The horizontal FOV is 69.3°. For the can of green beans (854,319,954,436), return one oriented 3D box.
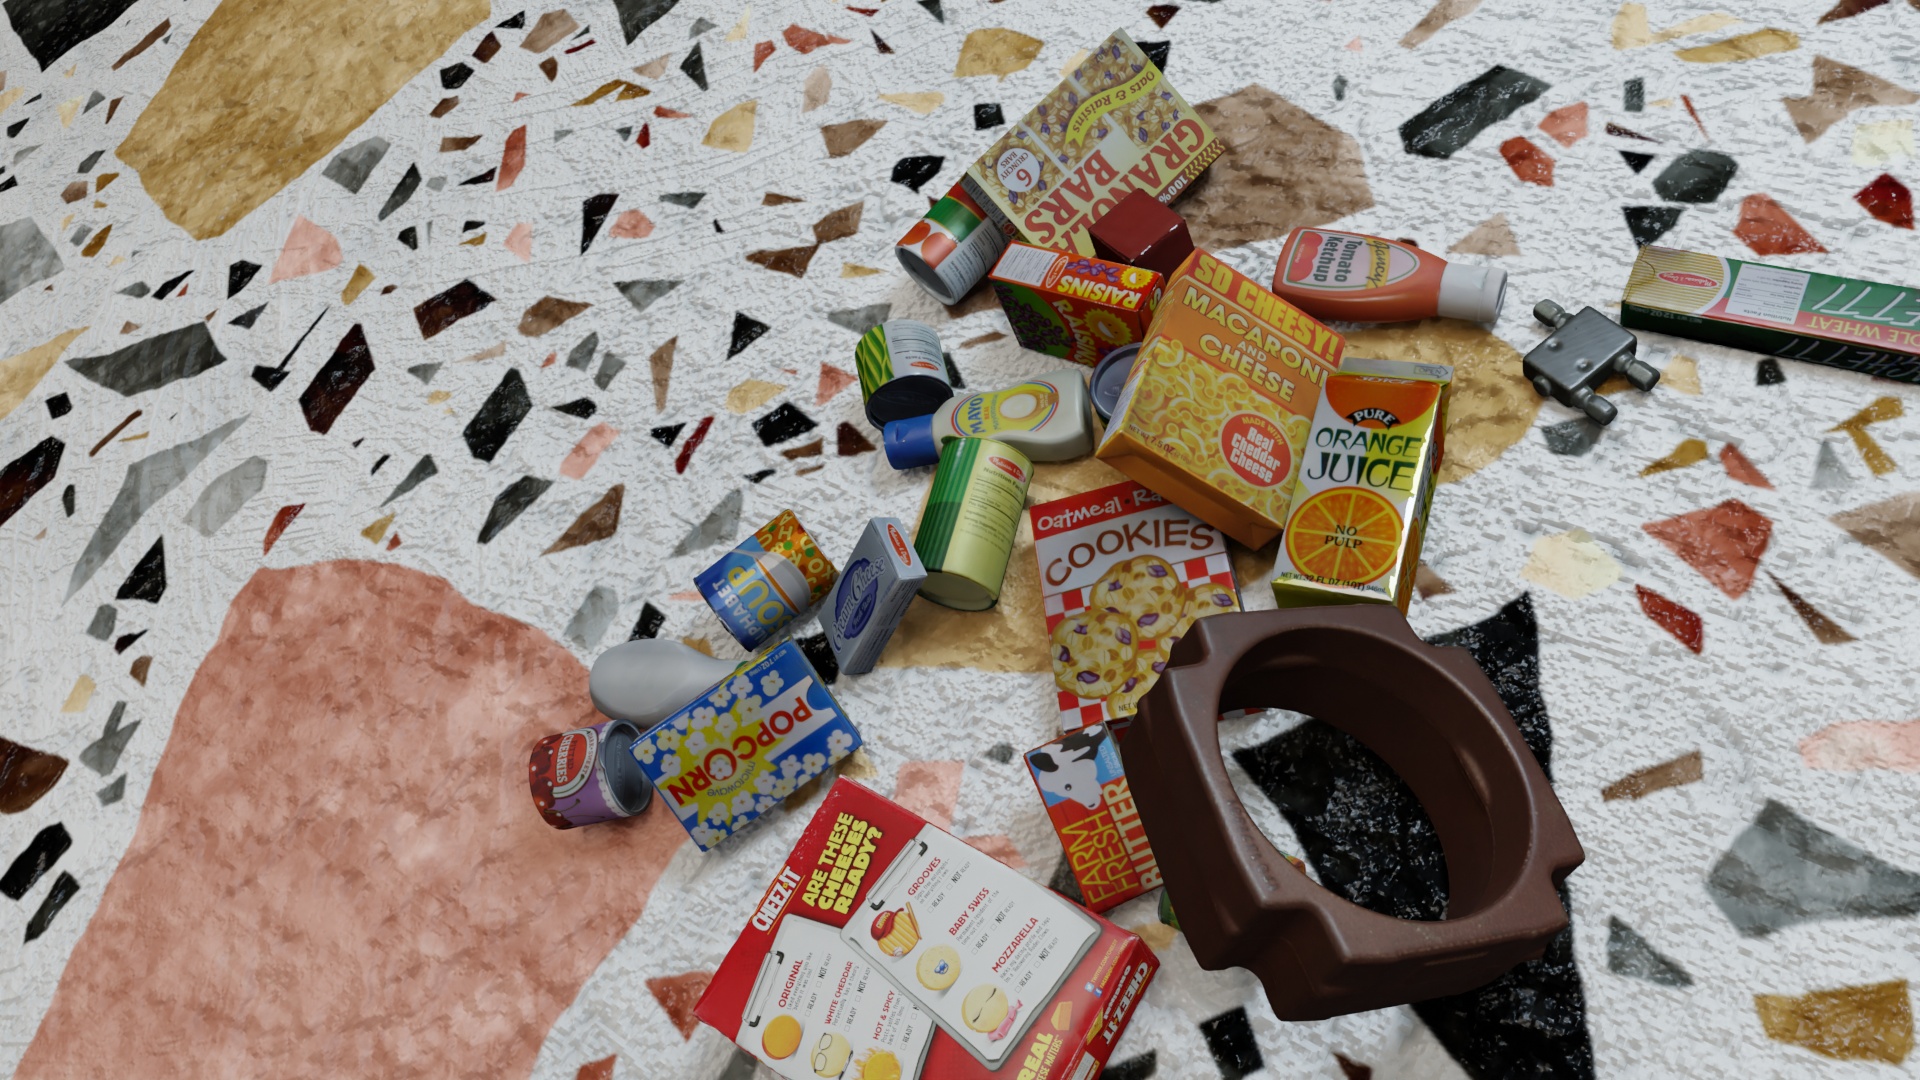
[{"bbox_3d":[-0.042,-0.121,1.031,0.071,0.071,0.058,-20,55,9],"label":"can of green beans"}]

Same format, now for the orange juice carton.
[{"bbox_3d":[0.253,-0.034,0.864,0.072,0.072,0.193,9,64,25],"label":"orange juice carton"}]

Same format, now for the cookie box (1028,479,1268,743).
[{"bbox_3d":[0.117,0.040,0.891,0.123,0.040,0.168,-15,57,12],"label":"cookie box"}]

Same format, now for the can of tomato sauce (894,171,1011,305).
[{"bbox_3d":[-0.002,-0.236,1.084,0.083,0.071,0.071,-47,56,-9],"label":"can of tomato sauce"}]

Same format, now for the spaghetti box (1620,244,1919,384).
[{"bbox_3d":[0.538,-0.131,0.842,0.250,0.028,0.050,19,69,29],"label":"spaghetti box"}]

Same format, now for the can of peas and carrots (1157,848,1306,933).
[{"bbox_3d":[0.151,0.193,0.768,0.059,0.070,0.071,22,71,29],"label":"can of peas and carrots"}]

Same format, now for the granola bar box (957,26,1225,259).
[{"bbox_3d":[0.099,-0.283,1.049,0.166,0.039,0.124,-45,98,-9],"label":"granola bar box"}]

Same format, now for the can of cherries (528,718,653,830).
[{"bbox_3d":[-0.250,0.157,0.939,0.058,0.071,0.072,-13,57,13],"label":"can of cherries"}]

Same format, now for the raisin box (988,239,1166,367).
[{"bbox_3d":[0.091,-0.163,0.994,0.123,0.085,0.040,20,68,29],"label":"raisin box"}]

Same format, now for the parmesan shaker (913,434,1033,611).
[{"bbox_3d":[0.003,-0.012,0.946,0.071,0.071,0.103,6,64,23],"label":"parmesan shaker"}]

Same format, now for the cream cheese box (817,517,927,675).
[{"bbox_3d":[-0.061,0.039,0.929,0.103,0.024,0.053,-59,45,38],"label":"cream cheese box"}]

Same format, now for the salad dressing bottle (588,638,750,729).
[{"bbox_3d":[-0.184,0.101,0.966,0.147,0.043,0.064,0,59,19],"label":"salad dressing bottle"}]

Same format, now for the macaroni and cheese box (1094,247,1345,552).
[{"bbox_3d":[0.171,-0.093,0.898,0.124,0.040,0.167,30,58,-8],"label":"macaroni and cheese box"}]

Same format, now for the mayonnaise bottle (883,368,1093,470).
[{"bbox_3d":[0.019,-0.080,0.998,0.148,0.041,0.065,-10,59,14],"label":"mayonnaise bottle"}]

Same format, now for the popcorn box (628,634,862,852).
[{"bbox_3d":[-0.139,0.131,0.907,0.127,0.038,0.085,-34,95,-1],"label":"popcorn box"}]

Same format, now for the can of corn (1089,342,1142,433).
[{"bbox_3d":[0.127,-0.090,0.953,0.071,0.058,0.071,-9,58,15],"label":"can of corn"}]

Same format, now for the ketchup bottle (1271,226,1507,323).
[{"bbox_3d":[0.294,-0.177,0.952,0.149,0.043,0.065,14,66,26],"label":"ketchup bottle"}]

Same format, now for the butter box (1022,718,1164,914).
[{"bbox_3d":[0.081,0.163,0.818,0.053,0.024,0.103,-24,78,5],"label":"butter box"}]

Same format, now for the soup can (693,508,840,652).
[{"bbox_3d":[-0.134,0.028,0.974,0.084,0.071,0.071,-37,55,-4],"label":"soup can"}]
